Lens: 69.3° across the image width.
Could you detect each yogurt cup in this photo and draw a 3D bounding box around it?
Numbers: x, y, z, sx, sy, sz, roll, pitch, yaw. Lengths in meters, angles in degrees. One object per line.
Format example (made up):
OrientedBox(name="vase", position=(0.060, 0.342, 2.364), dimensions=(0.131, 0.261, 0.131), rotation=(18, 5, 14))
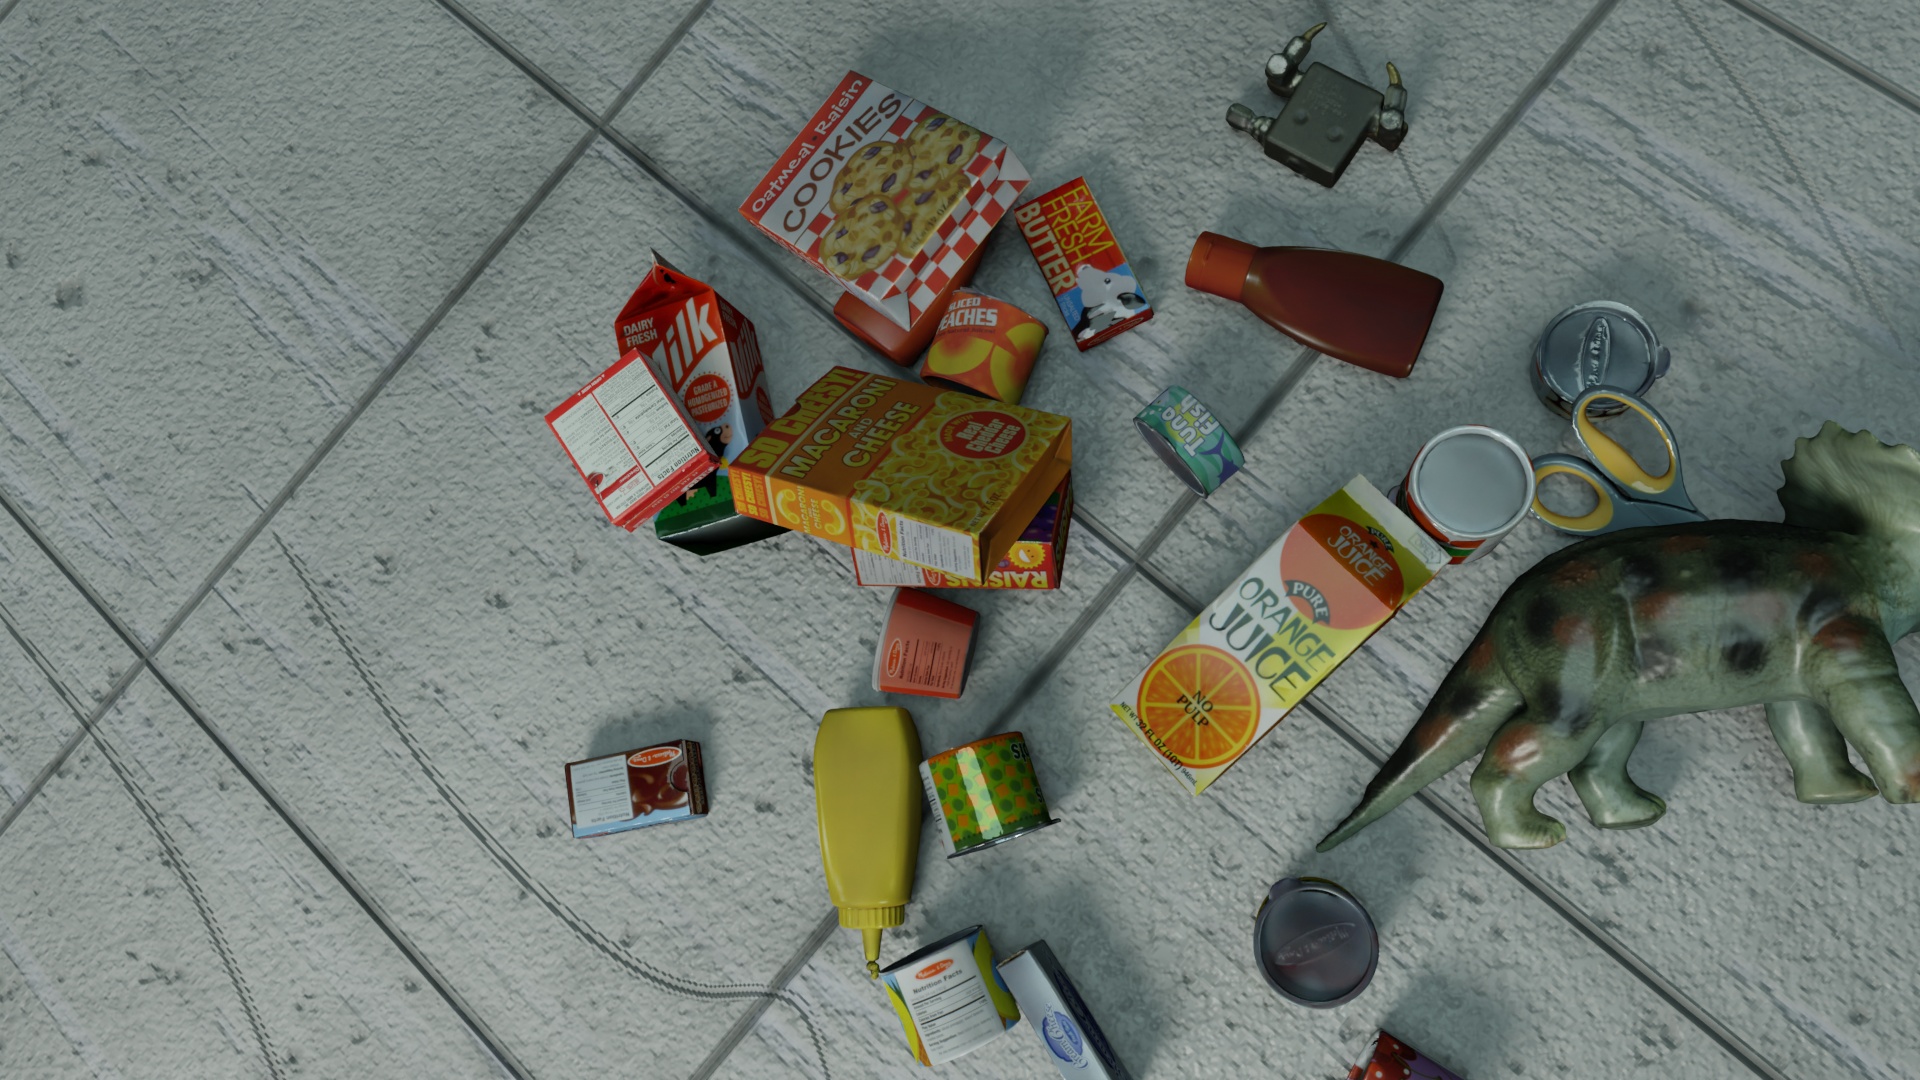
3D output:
OrientedBox(name="yogurt cup", position=(-0.020, 0.064, 0.848), dimensions=(0.054, 0.072, 0.072), rotation=(13, 83, 6))

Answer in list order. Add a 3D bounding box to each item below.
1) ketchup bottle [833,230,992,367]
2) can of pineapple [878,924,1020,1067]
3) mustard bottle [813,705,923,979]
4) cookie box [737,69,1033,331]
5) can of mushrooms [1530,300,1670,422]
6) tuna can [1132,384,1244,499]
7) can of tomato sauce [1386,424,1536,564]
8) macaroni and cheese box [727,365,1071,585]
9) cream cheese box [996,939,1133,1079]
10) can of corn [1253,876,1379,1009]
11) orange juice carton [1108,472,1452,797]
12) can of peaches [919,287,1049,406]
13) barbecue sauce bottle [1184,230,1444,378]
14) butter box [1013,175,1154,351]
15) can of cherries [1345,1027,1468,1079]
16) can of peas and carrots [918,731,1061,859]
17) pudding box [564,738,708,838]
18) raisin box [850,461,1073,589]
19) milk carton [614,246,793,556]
OrientedBox(name="ketchup bottle", position=(-0.015, -0.188, 0.904), dimensions=(0.065, 0.043, 0.149), rotation=(37, 88, 24))
OrientedBox(name="can of pineapple", position=(-0.006, 0.263, 0.805), dimensions=(0.071, 0.071, 0.058), rotation=(-26, 80, 6))
OrientedBox(name="mustard bottle", position=(-0.055, 0.182, 0.840), dimensions=(0.065, 0.049, 0.160), rotation=(-3, 79, 12))
OrientedBox(name="cookie box", position=(-0.052, -0.221, 0.889), dimensions=(0.123, 0.040, 0.168), rotation=(-51, 51, -1))
OrientedBox(name="can of mushrooms", position=(0.373, -0.104, 0.813), dimensions=(0.071, 0.033, 0.071), rotation=(-2, 78, 11))
OrientedBox(name="tuna can", position=(0.137, -0.060, 0.834), dimensions=(0.033, 0.071, 0.071), rotation=(-42, 75, 1))
OrientedBox(name="can of tomato sauce", position=(0.284, -0.026, 0.791), dimensions=(0.071, 0.083, 0.071), rotation=(-2, 80, 11))
OrientedBox(name="macaroni and cheese box", position=(-0.034, -0.045, 0.825), dimensions=(0.166, 0.040, 0.124), rotation=(16, 42, 23))
OrientedBox(name="cream cheese box", position=(0.062, 0.280, 0.794), dimensions=(0.024, 0.053, 0.104), rotation=(-35, 75, 6))
OrientedBox(name="can of corn", position=(0.196, 0.220, 0.775), dimensions=(0.071, 0.058, 0.071), rotation=(-2, 79, 12))
OrientedBox(name="orange juice carton", position=(0.181, 0.053, 0.787), dimensions=(0.192, 0.073, 0.072), rotation=(-46, 74, 11))
OrientedBox(name="can of peaches", position=(0.013, -0.118, 0.871), dimensions=(0.071, 0.071, 0.058), rotation=(21, 86, 15))
OrientedBox(name="barbecue sauce bottle", position=(0.213, -0.151, 0.850), dimensions=(0.149, 0.043, 0.065), rotation=(21, 84, 15))
OrientedBox(name="butter box", position=(0.078, -0.178, 0.893), dimensions=(0.053, 0.024, 0.103), rotation=(-26, 76, 5))
OrientedBox(name="can of cherries", position=(0.236, 0.308, 0.744), dimensions=(0.058, 0.071, 0.071), rotation=(29, 87, 15))
OrientedBox(name="can of peas and carrots", position=(0.017, 0.150, 0.822), dimensions=(0.071, 0.071, 0.059), rotation=(-21, 76, 7))
OrientedBox(name="pudding box", position=(-0.206, 0.159, 0.885), dimensions=(0.084, 0.030, 0.050), rotation=(-13, 76, 9))
OrientedBox(name="raisin box", position=(0.003, -0.011, 0.847), dimensions=(0.123, 0.039, 0.086), rotation=(0, 38, 12))
OrientedBox(name="milk carton", position=(-0.169, -0.093, 0.903), dimensions=(0.073, 0.072, 0.191), rotation=(-16, 77, 9))
